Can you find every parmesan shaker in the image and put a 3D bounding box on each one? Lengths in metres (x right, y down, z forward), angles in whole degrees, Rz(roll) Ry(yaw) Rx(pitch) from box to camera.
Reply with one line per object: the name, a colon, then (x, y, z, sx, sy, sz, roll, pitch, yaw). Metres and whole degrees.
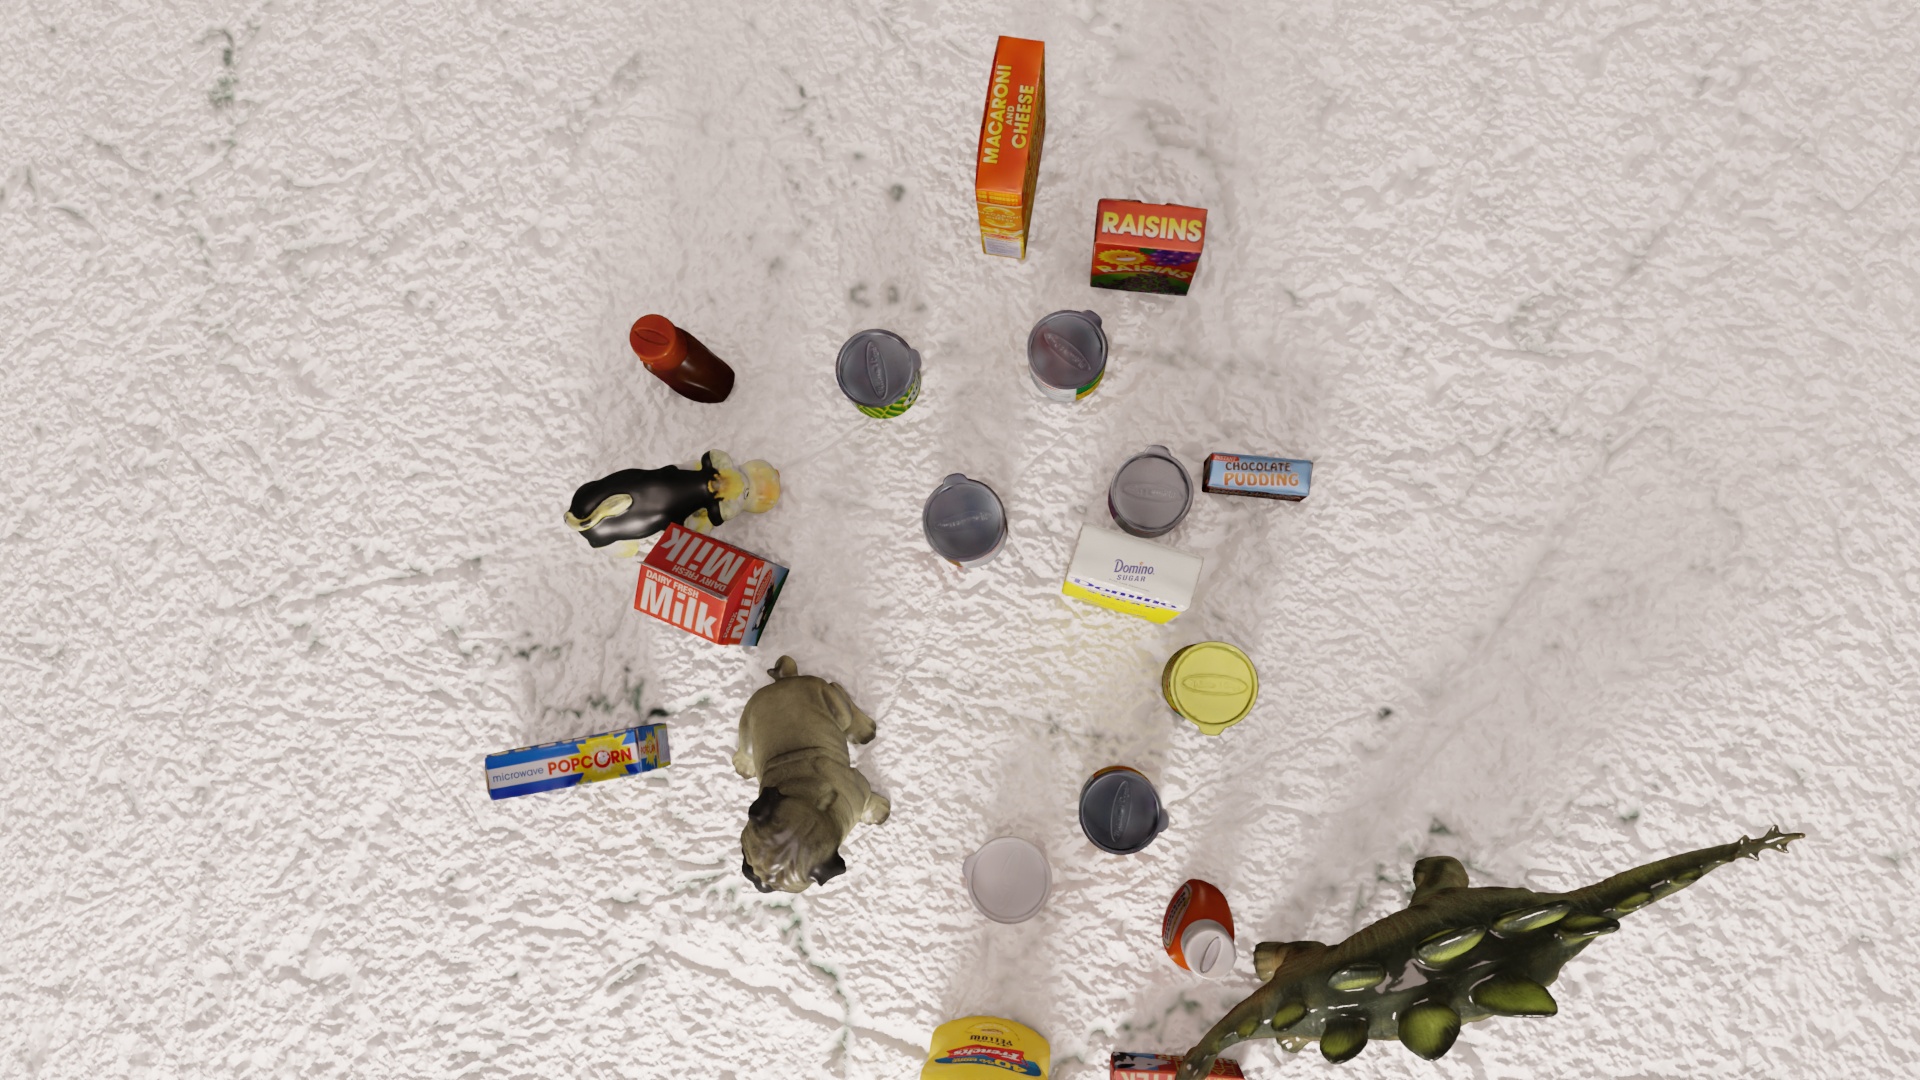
parmesan shaker: (0.194, 0.116, 1.095, 0.071, 0.103, 0.071, 0, 85, 4)

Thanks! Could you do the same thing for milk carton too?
milk carton: (-0.195, 0.036, 1.084, 0.072, 0.190, 0.073, 23, 87, 6)

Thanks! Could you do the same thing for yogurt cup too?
yogurt cup: (0.040, 0.269, 1.114, 0.072, 0.054, 0.072, 0, 84, 4)

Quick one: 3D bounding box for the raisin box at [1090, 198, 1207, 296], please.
raisin box: (0.150, -0.236, 1.124, 0.086, 0.123, 0.040, 7, 85, 4)

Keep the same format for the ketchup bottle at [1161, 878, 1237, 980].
ketchup bottle: (0.183, 0.299, 1.054, 0.043, 0.148, 0.065, 24, 87, 6)

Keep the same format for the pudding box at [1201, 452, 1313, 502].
pudding box: (0.242, -0.052, 1.136, 0.084, 0.049, 0.030, 6, 85, 4)

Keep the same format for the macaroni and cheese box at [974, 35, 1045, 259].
macaroni and cheese box: (0.041, -0.310, 1.117, 0.040, 0.166, 0.124, 8, 85, 5)

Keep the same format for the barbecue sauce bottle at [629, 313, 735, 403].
barbecue sauce bottle: (-0.229, -0.147, 1.126, 0.065, 0.148, 0.043, 21, 87, 5)

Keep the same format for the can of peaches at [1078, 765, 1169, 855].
can of peaches: (0.130, 0.215, 1.112, 0.071, 0.058, 0.071, 0, 84, 4)

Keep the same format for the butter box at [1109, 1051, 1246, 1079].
butter box: (0.170, 0.422, 1.090, 0.103, 0.053, 0.024, 3, 85, 4)

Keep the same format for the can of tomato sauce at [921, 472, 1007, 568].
can of tomato sauce: (0.004, -0.014, 1.131, 0.071, 0.083, 0.071, 0, 85, 4)

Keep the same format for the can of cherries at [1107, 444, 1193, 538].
can of cherries: (0.155, -0.039, 1.136, 0.071, 0.058, 0.071, 0, 84, 4)

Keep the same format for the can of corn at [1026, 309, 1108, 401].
can of corn: (0.090, -0.154, 1.152, 0.071, 0.058, 0.071, 0, 84, 4)

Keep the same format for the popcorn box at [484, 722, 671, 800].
popcorn box: (-0.309, 0.179, 1.130, 0.127, 0.085, 0.038, -11, 84, 3)

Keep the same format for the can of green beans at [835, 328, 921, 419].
can of green beans: (-0.068, -0.138, 1.161, 0.071, 0.058, 0.071, 0, 84, 4)
